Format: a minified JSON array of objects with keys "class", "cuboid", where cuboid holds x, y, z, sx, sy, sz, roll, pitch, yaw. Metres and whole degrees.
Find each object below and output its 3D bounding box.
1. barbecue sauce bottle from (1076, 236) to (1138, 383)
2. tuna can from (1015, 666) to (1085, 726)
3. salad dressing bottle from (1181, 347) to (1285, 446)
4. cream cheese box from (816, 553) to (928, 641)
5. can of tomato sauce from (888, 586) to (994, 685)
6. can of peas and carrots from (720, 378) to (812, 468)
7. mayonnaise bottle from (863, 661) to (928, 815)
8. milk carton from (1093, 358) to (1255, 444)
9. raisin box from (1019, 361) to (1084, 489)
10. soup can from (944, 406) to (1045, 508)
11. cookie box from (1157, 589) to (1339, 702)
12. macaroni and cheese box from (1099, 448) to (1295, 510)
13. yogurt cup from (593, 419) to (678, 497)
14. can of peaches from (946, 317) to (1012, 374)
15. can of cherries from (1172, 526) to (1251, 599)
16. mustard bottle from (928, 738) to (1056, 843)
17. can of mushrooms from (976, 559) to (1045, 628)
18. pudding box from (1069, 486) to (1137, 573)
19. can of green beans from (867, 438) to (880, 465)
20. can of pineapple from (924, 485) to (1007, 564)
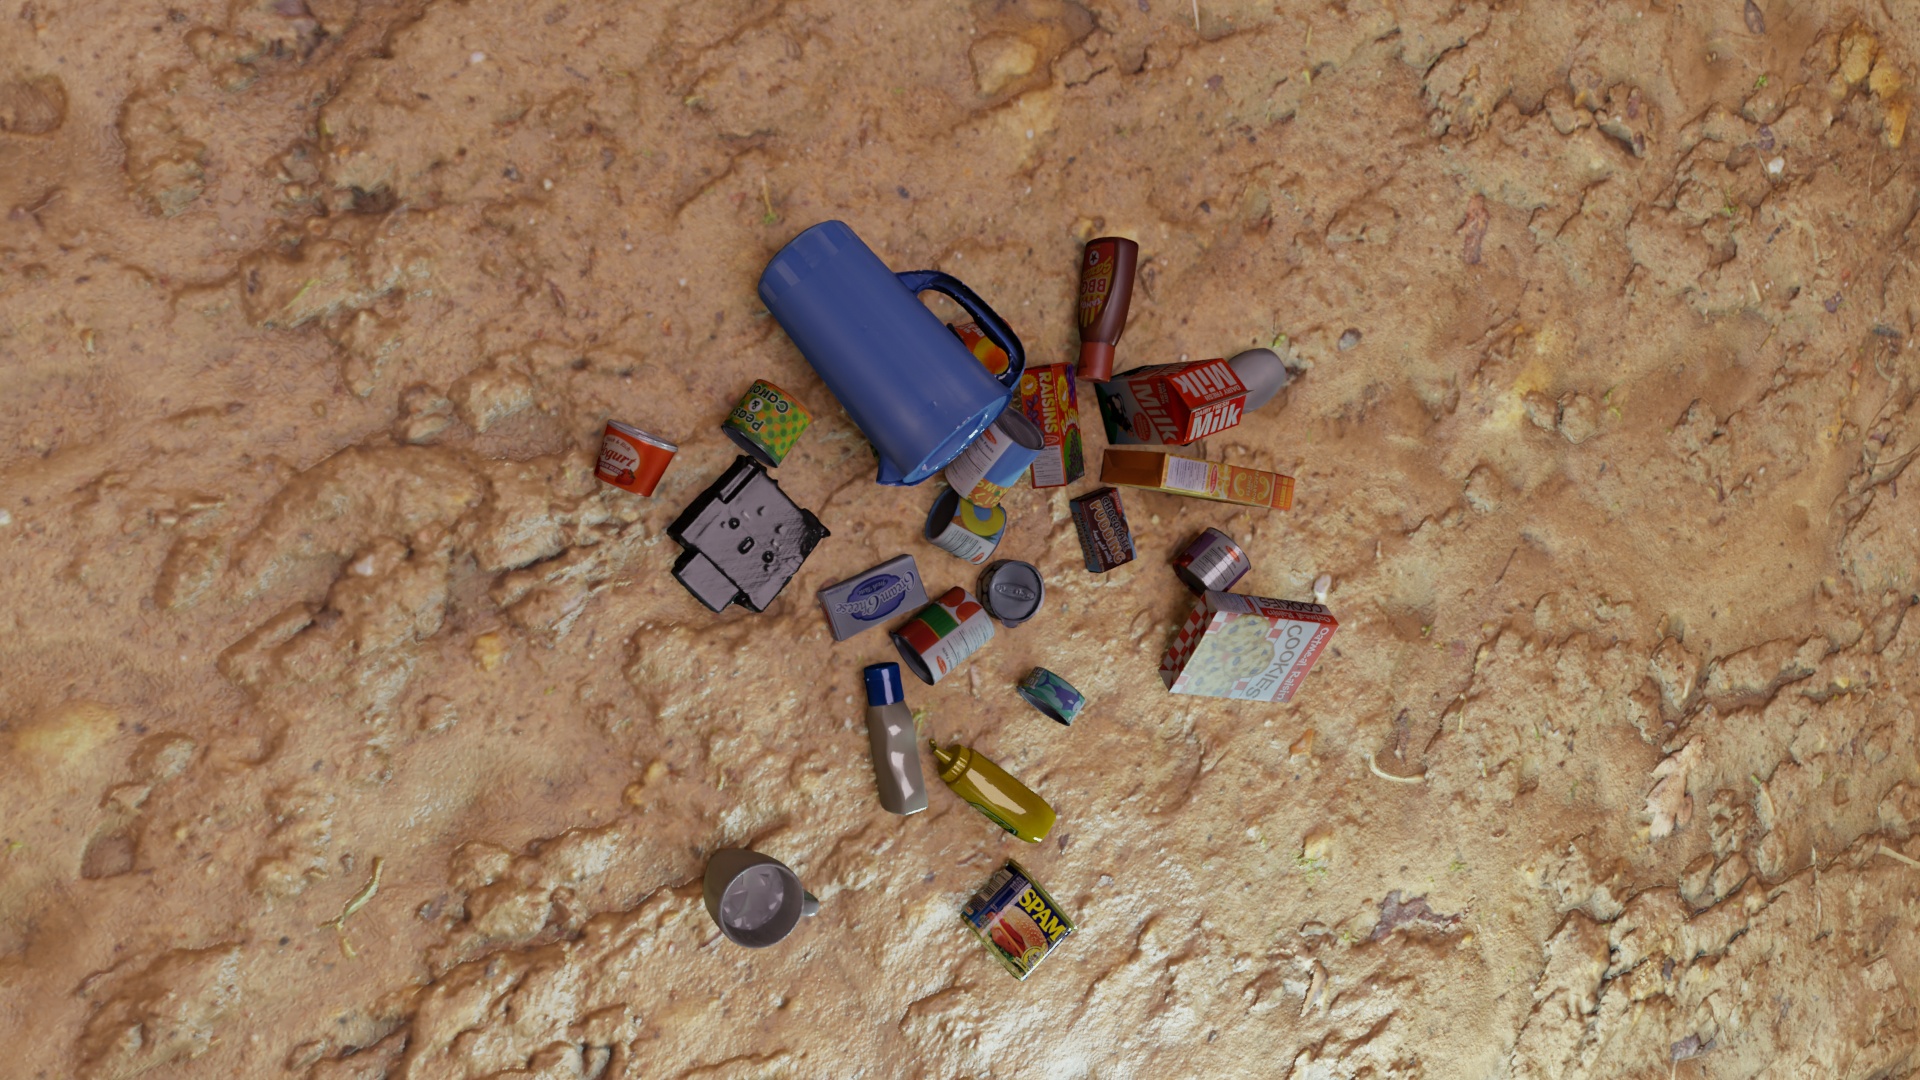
[{"class":"barbecue sauce bottle","cuboid":[0.150,-0.241,1.458,0.044,0.065,0.148,9,88,-33]},{"class":"tuna can","cuboid":[0.095,0.162,1.463,0.071,0.071,0.033,41,76,-22]},{"class":"salad dressing bottle","cuboid":[0.294,-0.159,1.545,0.148,0.044,0.064,-35,109,-17]},{"class":"cream cheese box","cuboid":[-0.088,0.056,1.394,0.104,0.024,0.053,-24,103,-21]},{"class":"can of tomato sauce","cuboid":[-0.018,0.095,1.408,0.083,0.071,0.071,-37,108,-18]},{"class":"can of peas and carrots","cuboid":[-0.184,-0.112,1.313,0.071,0.071,0.059,40,77,-22]},{"class":"mayonnaise bottle","cuboid":[-0.068,0.198,1.394,0.041,0.064,0.148,-11,95,-27]},{"class":"milk carton","cuboid":[0.220,-0.142,1.430,0.072,0.190,0.073,-20,102,-22]},{"class":"raisin box","cuboid":[0.095,-0.120,1.432,0.040,0.086,0.123,-5,98,20]},{"class":"soup can","cuboid":[0.035,-0.083,1.381,0.071,0.072,0.083,25,121,-24]},{"class":"cookie box","cuboid":[0.321,0.119,1.546,0.168,0.040,0.122,8,126,-25]},{"class":"macaroni and cheese box","cuboid":[0.253,-0.066,1.488,0.167,0.123,0.040,8,92,-25]},{"class":"yogurt cup","cuboid":[-0.299,-0.074,1.267,0.072,0.072,0.054,22,93,-24]},{"class":"can of peaches","cuboid":[0.019,-0.191,1.402,0.058,0.071,0.071,-18,101,-23]},{"class":"can of cherries","cuboid":[0.277,0.029,1.537,0.058,0.071,0.071,-44,110,-10]},{"class":"mustard bottle","cuboid":[0.025,0.254,1.441,0.160,0.065,0.049,38,73,-16]},{"class":"can of mushrooms","cuboid":[0.051,0.055,1.453,0.071,0.033,0.071,-2,95,-25]},{"class":"pudding box","cuboid":[0.154,-0.011,1.498,0.050,0.030,0.083,-21,102,-23]},{"class":"can of green beans","cuboid":[-0.052,-0.096,1.377,0.058,0.071,0.071,-28,105,-20]},{"class":"can of pineapple","cuboid":[0.005,-0.018,1.410,0.058,0.071,0.071,27,83,-24]}]
